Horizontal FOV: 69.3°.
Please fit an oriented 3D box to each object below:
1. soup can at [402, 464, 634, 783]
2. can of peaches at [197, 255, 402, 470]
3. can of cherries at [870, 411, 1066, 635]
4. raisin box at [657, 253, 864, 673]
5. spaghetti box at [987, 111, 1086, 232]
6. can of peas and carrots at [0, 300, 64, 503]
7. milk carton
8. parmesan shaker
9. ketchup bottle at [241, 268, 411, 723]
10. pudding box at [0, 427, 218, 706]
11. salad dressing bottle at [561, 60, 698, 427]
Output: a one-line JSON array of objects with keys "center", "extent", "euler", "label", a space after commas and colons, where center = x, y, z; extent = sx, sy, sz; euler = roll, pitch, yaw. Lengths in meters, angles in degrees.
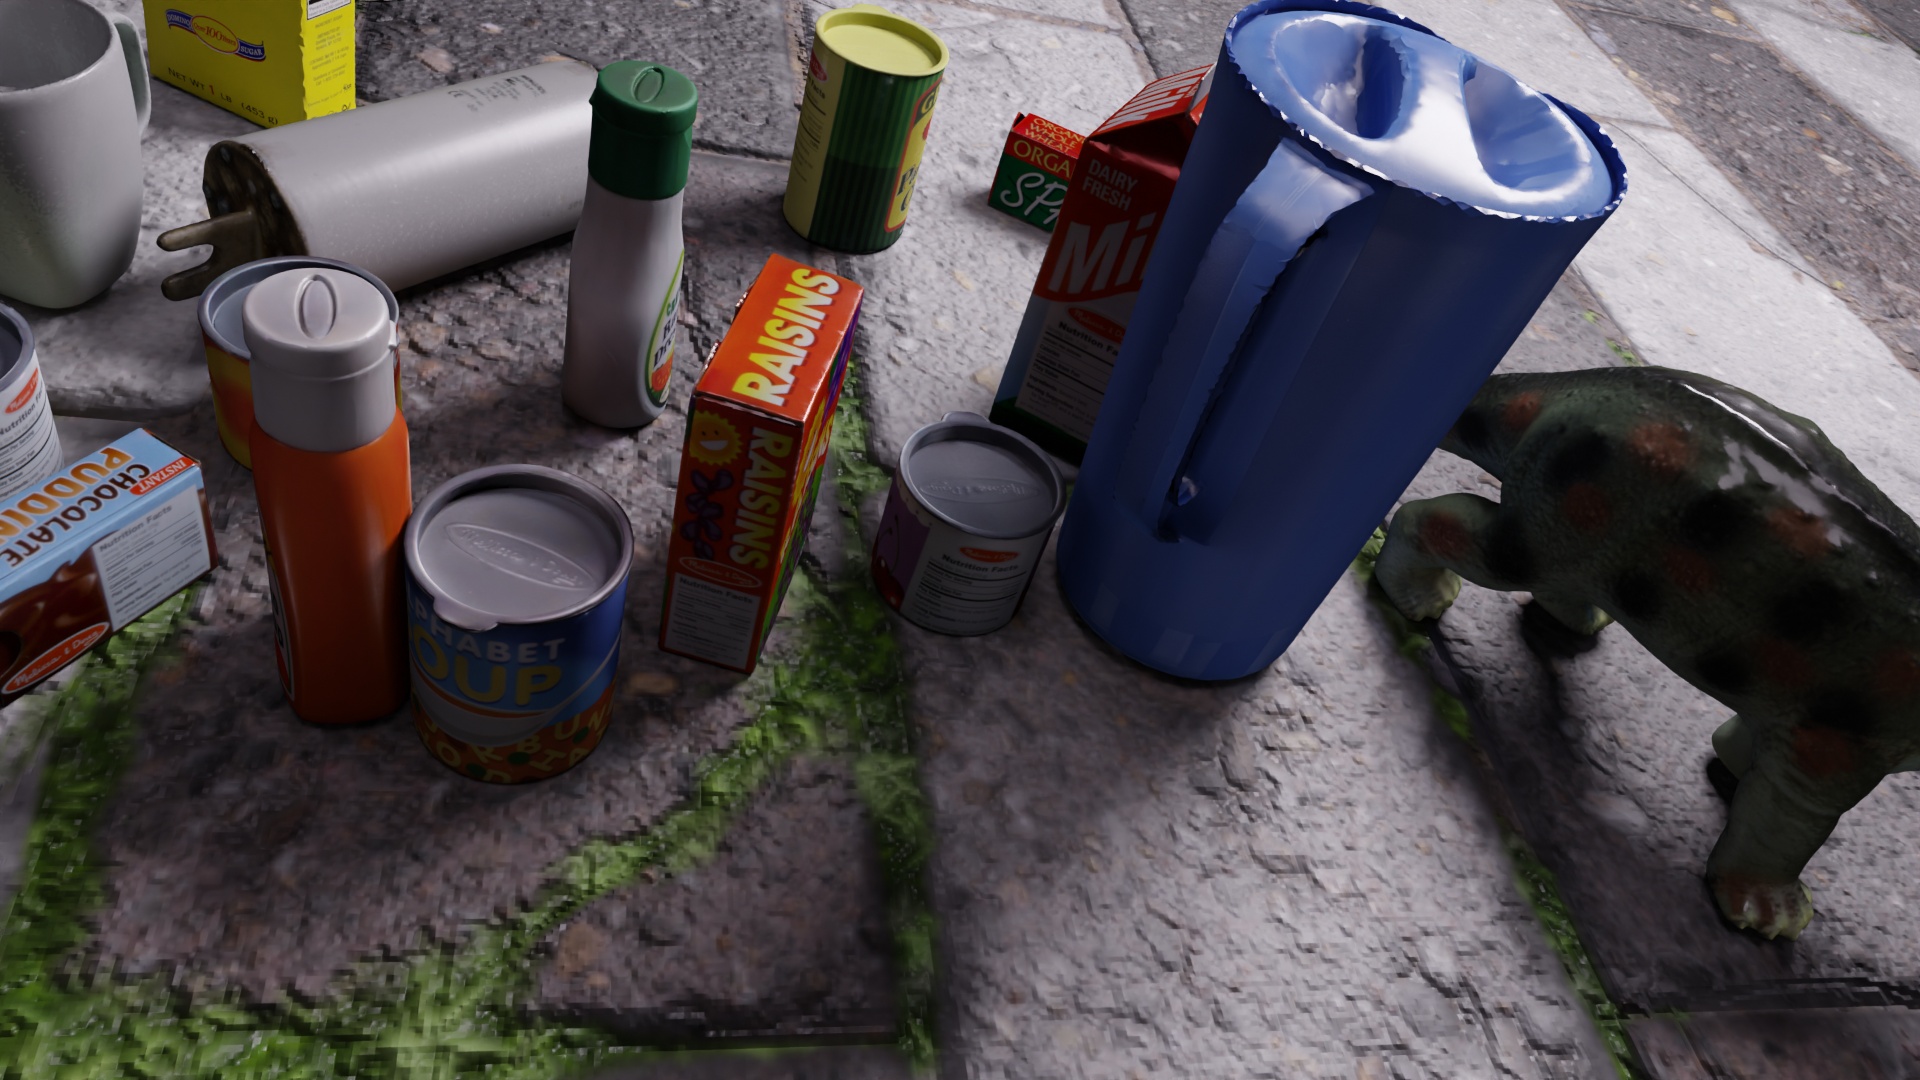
[{"center": [-0.143, 0.029, 0.443], "extent": [0.071, 0.083, 0.072], "euler": [10, 43, -10], "label": "soup can"}, {"center": [-0.243, -0.063, 0.521], "extent": [0.071, 0.057, 0.071], "euler": [10, 43, -10], "label": "can of peaches"}, {"center": [0.002, -0.007, 0.551], "extent": [0.071, 0.058, 0.072], "euler": [10, 43, -10], "label": "can of cherries"}, {"center": [-0.072, -0.026, 0.496], "extent": [0.040, 0.122, 0.086], "euler": [18, 42, -2], "label": "raisin box"}, {"center": [0.134, -0.163, 0.765], "extent": [0.250, 0.049, 0.029], "euler": [26, 43, 7], "label": "spaghetti box"}, {"center": [-0.344, -0.042, 0.463], "extent": [0.071, 0.058, 0.071], "euler": [10, 43, -10], "label": "can of peas and carrots"}, {"center": [0.081, -0.124, 0.603], "extent": [0.073, 0.189, 0.073], "euler": [28, 43, 10], "label": "milk carton"}, {"center": [-0.050, -0.209, 0.708], "extent": [0.071, 0.102, 0.072], "euler": [10, 43, -10], "label": "parmesan shaker"}, {"center": [-0.189, -0.012, 0.421], "extent": [0.043, 0.148, 0.065], "euler": [-3, 47, -22], "label": "ketchup bottle"}, {"center": [-0.282, 0.007, 0.441], "extent": [0.030, 0.049, 0.084], "euler": [29, 43, 10], "label": "pudding box"}, {"center": [-0.130, -0.113, 0.547], "extent": [0.044, 0.146, 0.064], "euler": [12, 43, -8], "label": "salad dressing bottle"}]
